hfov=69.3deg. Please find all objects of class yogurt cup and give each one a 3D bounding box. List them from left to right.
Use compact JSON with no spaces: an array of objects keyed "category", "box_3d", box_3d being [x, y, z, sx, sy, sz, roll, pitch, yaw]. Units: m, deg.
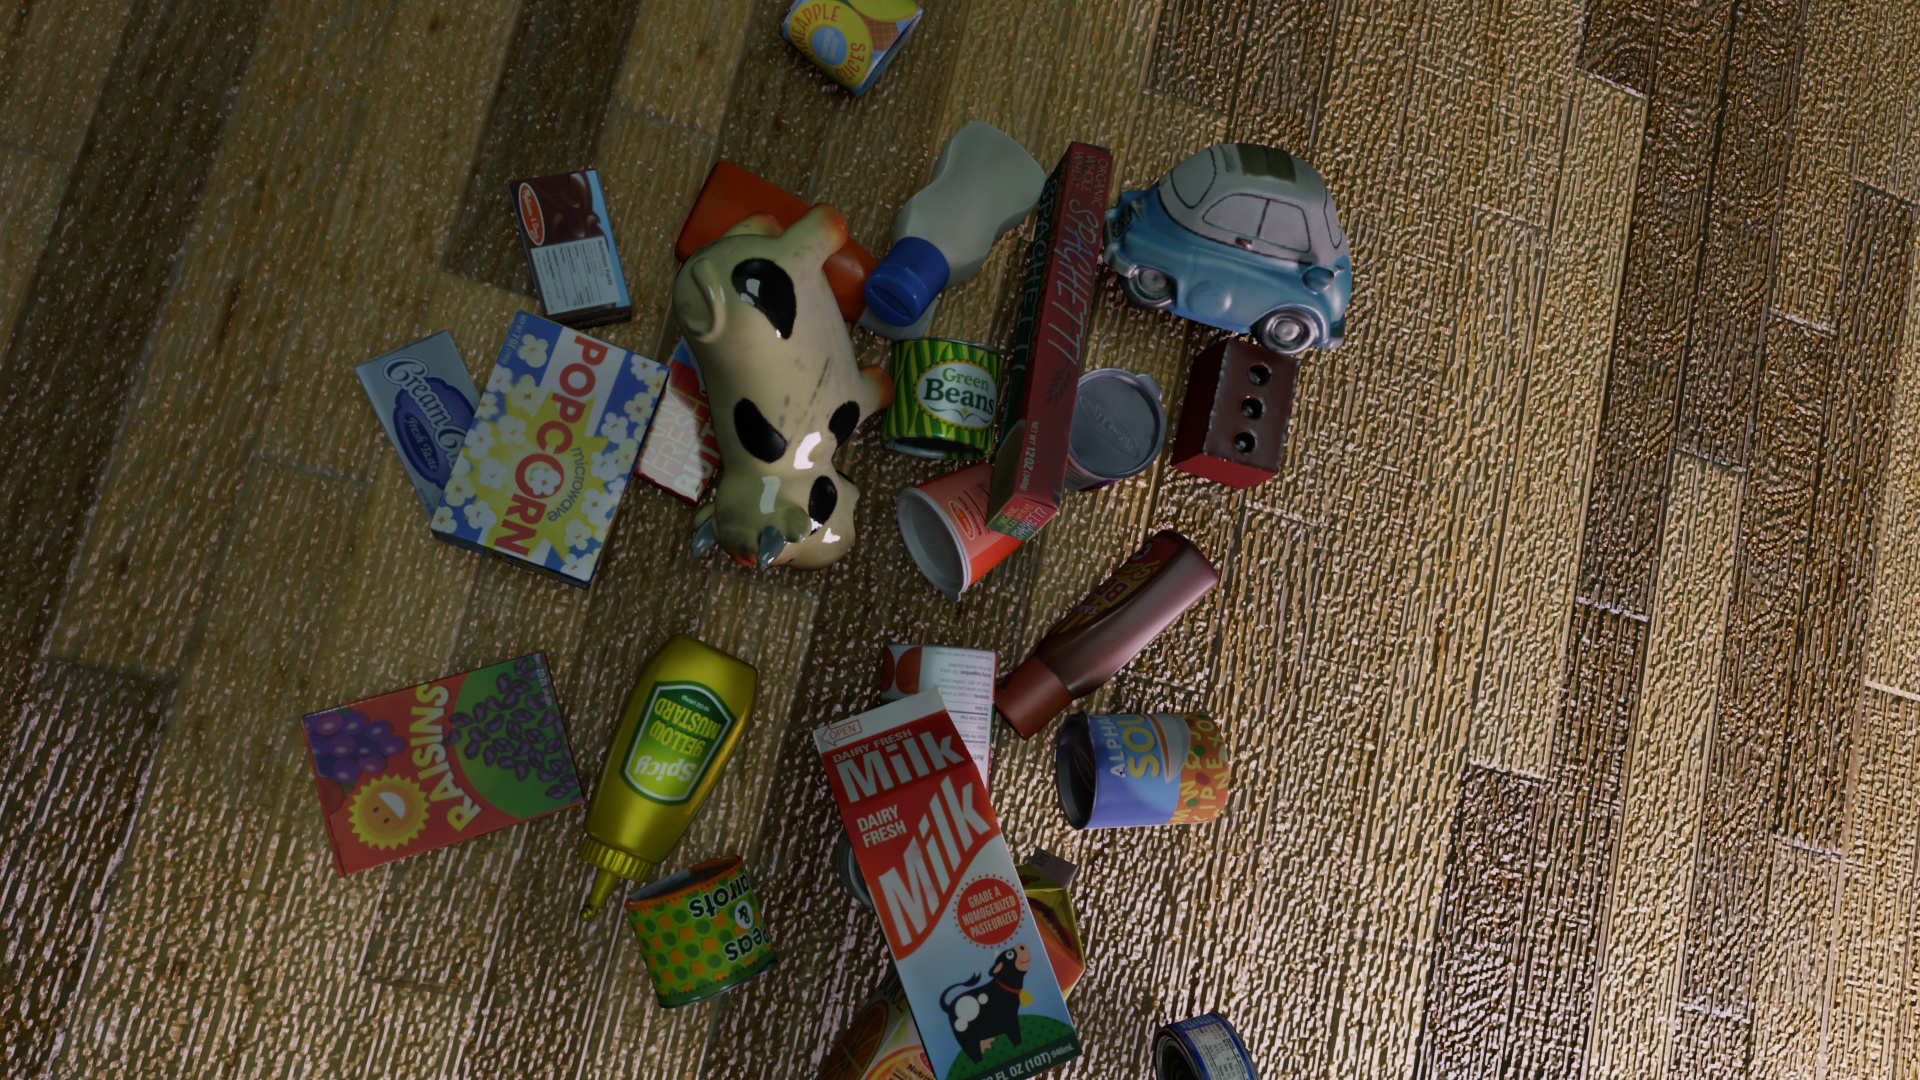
[{"category":"yogurt cup","box_3d":[0.003,-0.010,0.805,0.054,0.072,0.072,-29,92,-24]}]

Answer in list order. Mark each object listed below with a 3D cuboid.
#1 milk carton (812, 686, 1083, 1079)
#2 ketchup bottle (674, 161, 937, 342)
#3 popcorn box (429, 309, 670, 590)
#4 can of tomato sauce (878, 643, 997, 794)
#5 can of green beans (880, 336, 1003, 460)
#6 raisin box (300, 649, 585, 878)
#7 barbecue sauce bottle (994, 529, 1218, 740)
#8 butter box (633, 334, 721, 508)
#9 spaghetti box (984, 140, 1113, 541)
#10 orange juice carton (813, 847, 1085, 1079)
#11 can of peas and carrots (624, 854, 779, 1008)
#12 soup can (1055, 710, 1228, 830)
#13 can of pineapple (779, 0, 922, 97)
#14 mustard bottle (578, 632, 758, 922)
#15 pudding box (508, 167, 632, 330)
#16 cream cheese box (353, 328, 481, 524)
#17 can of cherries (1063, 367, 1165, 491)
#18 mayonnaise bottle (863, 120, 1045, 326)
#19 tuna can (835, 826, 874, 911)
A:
[{"category":"milk carton","box_3d":[-0.011,0.175,0.702,0.072,0.073,0.190,-19,83,-10]},{"category":"ketchup bottle","box_3d":[-0.086,-0.159,0.807,0.149,0.043,0.065,25,81,-11]},{"category":"popcorn box","box_3d":[-0.215,-0.048,0.735,0.085,0.038,0.127,21,78,-13]},{"category":"can of tomato sauce","box_3d":[-0.015,0.102,0.786,0.071,0.071,0.083,6,82,-15]},{"category":"can of green beans","box_3d":[-0.011,-0.081,0.807,0.071,0.071,0.058,9,82,-14]},{"category":"raisin box","box_3d":[-0.269,0.115,0.728,0.124,0.040,0.086,-15,89,-16]},{"category":"barbecue sauce bottle","box_3d":[0.082,0.057,0.821,0.149,0.065,0.043,-41,101,-7]},{"category":"butter box","box_3d":[-0.150,-0.075,0.790,0.053,0.024,0.104,27,77,-10]},{"category":"spaghetti box","box_3d":[0.053,-0.121,0.805,0.029,0.050,0.251,17,64,-13]},{"category":"orange juice carton","box_3d":[0.001,0.255,0.768,0.073,0.071,0.193,38,76,-8]},{"category":"can of peas and carrots","box_3d":[-0.136,0.206,0.737,0.071,0.071,0.058,-20,89,-16]},{"category":"soup can","box_3d":[0.106,0.132,0.812,0.084,0.071,0.071,0,84,-16]},{"category":"can of pineapple","box_3d":[-0.065,-0.304,0.817,0.058,0.071,0.071,38,76,-9]},{"category":"mustard bottle","box_3d":[-0.165,0.131,0.749,0.065,0.048,0.160,25,78,-10]},{"category":"pudding box","box_3d":[-0.218,-0.162,0.778,0.050,0.030,0.083,-15,88,-15]},{"category":"cream cheese box","box_3d":[-0.280,-0.057,0.752,0.053,0.024,0.103,-27,91,-18]},{"category":"can of cherries","box_3d":[0.084,-0.066,0.835,0.071,0.058,0.071,2,83,-14]},{"category":"mayonnaise bottle","box_3d":[-0.006,-0.182,0.808,0.065,0.041,0.149,38,55,-7]},{"category":"tuna can","box_3d":[-0.033,0.178,0.788,0.071,0.033,0.071,2,84,-15]}]
